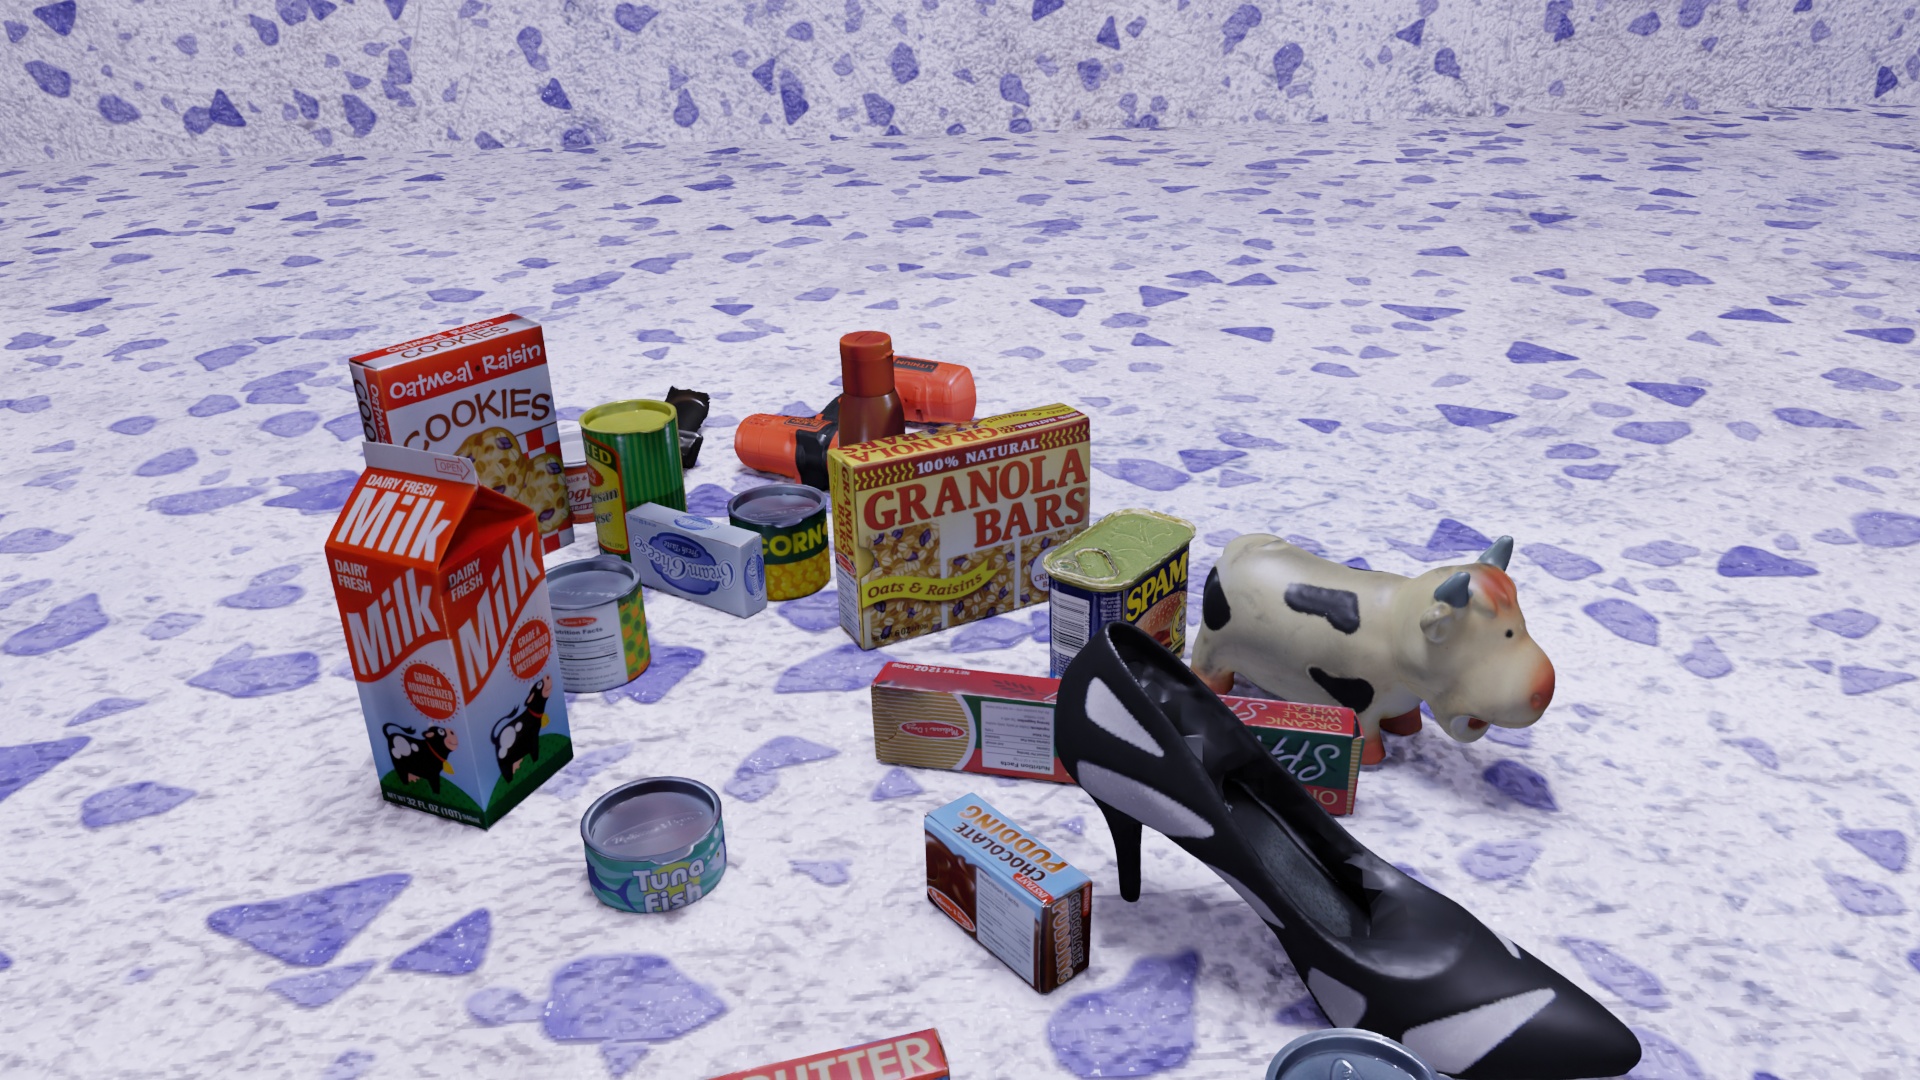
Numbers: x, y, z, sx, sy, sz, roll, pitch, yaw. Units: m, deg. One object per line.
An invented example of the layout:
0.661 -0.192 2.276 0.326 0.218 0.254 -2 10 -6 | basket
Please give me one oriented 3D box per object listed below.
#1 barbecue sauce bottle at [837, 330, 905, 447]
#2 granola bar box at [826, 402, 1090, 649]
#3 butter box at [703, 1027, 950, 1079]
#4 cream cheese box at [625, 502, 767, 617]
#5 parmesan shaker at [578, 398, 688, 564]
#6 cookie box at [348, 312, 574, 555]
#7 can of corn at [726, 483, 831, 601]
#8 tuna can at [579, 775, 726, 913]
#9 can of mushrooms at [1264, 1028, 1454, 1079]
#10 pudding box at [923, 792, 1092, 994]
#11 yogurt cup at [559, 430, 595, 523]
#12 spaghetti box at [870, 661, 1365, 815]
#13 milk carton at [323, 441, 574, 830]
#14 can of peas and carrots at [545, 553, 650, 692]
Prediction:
-0.063 -0.072 0.982 0.044 0.147 0.065 8 27 20 | barbecue sauce bottle
0.003 -0.011 0.876 0.166 0.123 0.039 -14 27 -24 | granola bar box
-0.054 0.210 0.492 0.104 0.053 0.024 -8 26 -13 | butter box
-0.175 0.012 0.920 0.104 0.053 0.024 14 29 31 | cream cheese box
-0.226 -0.039 0.975 0.071 0.102 0.071 -1 25 1 | parmesan shaker
-0.335 -0.058 0.945 0.040 0.166 0.123 17 31 35 | cookie box
-0.121 0.002 0.933 0.071 0.058 0.071 -1 25 1 | can of corn
-0.144 0.145 0.660 0.071 0.032 0.071 -1 25 1 | tuna can
0.144 0.212 0.499 0.071 0.033 0.071 -1 25 1 | can of mushrooms
0.019 0.153 0.612 0.030 0.049 0.084 -20 31 -34 | pudding box
-0.289 -0.048 1.054 0.072 0.053 0.073 -1 25 1 | yogurt cup
0.078 0.102 0.719 0.250 0.050 0.029 4 26 13 | spaghetti box
-0.257 0.042 0.701 0.072 0.189 0.074 9 27 22 | milk carton
-0.222 0.049 0.838 0.071 0.058 0.071 -1 25 1 | can of peas and carrots
